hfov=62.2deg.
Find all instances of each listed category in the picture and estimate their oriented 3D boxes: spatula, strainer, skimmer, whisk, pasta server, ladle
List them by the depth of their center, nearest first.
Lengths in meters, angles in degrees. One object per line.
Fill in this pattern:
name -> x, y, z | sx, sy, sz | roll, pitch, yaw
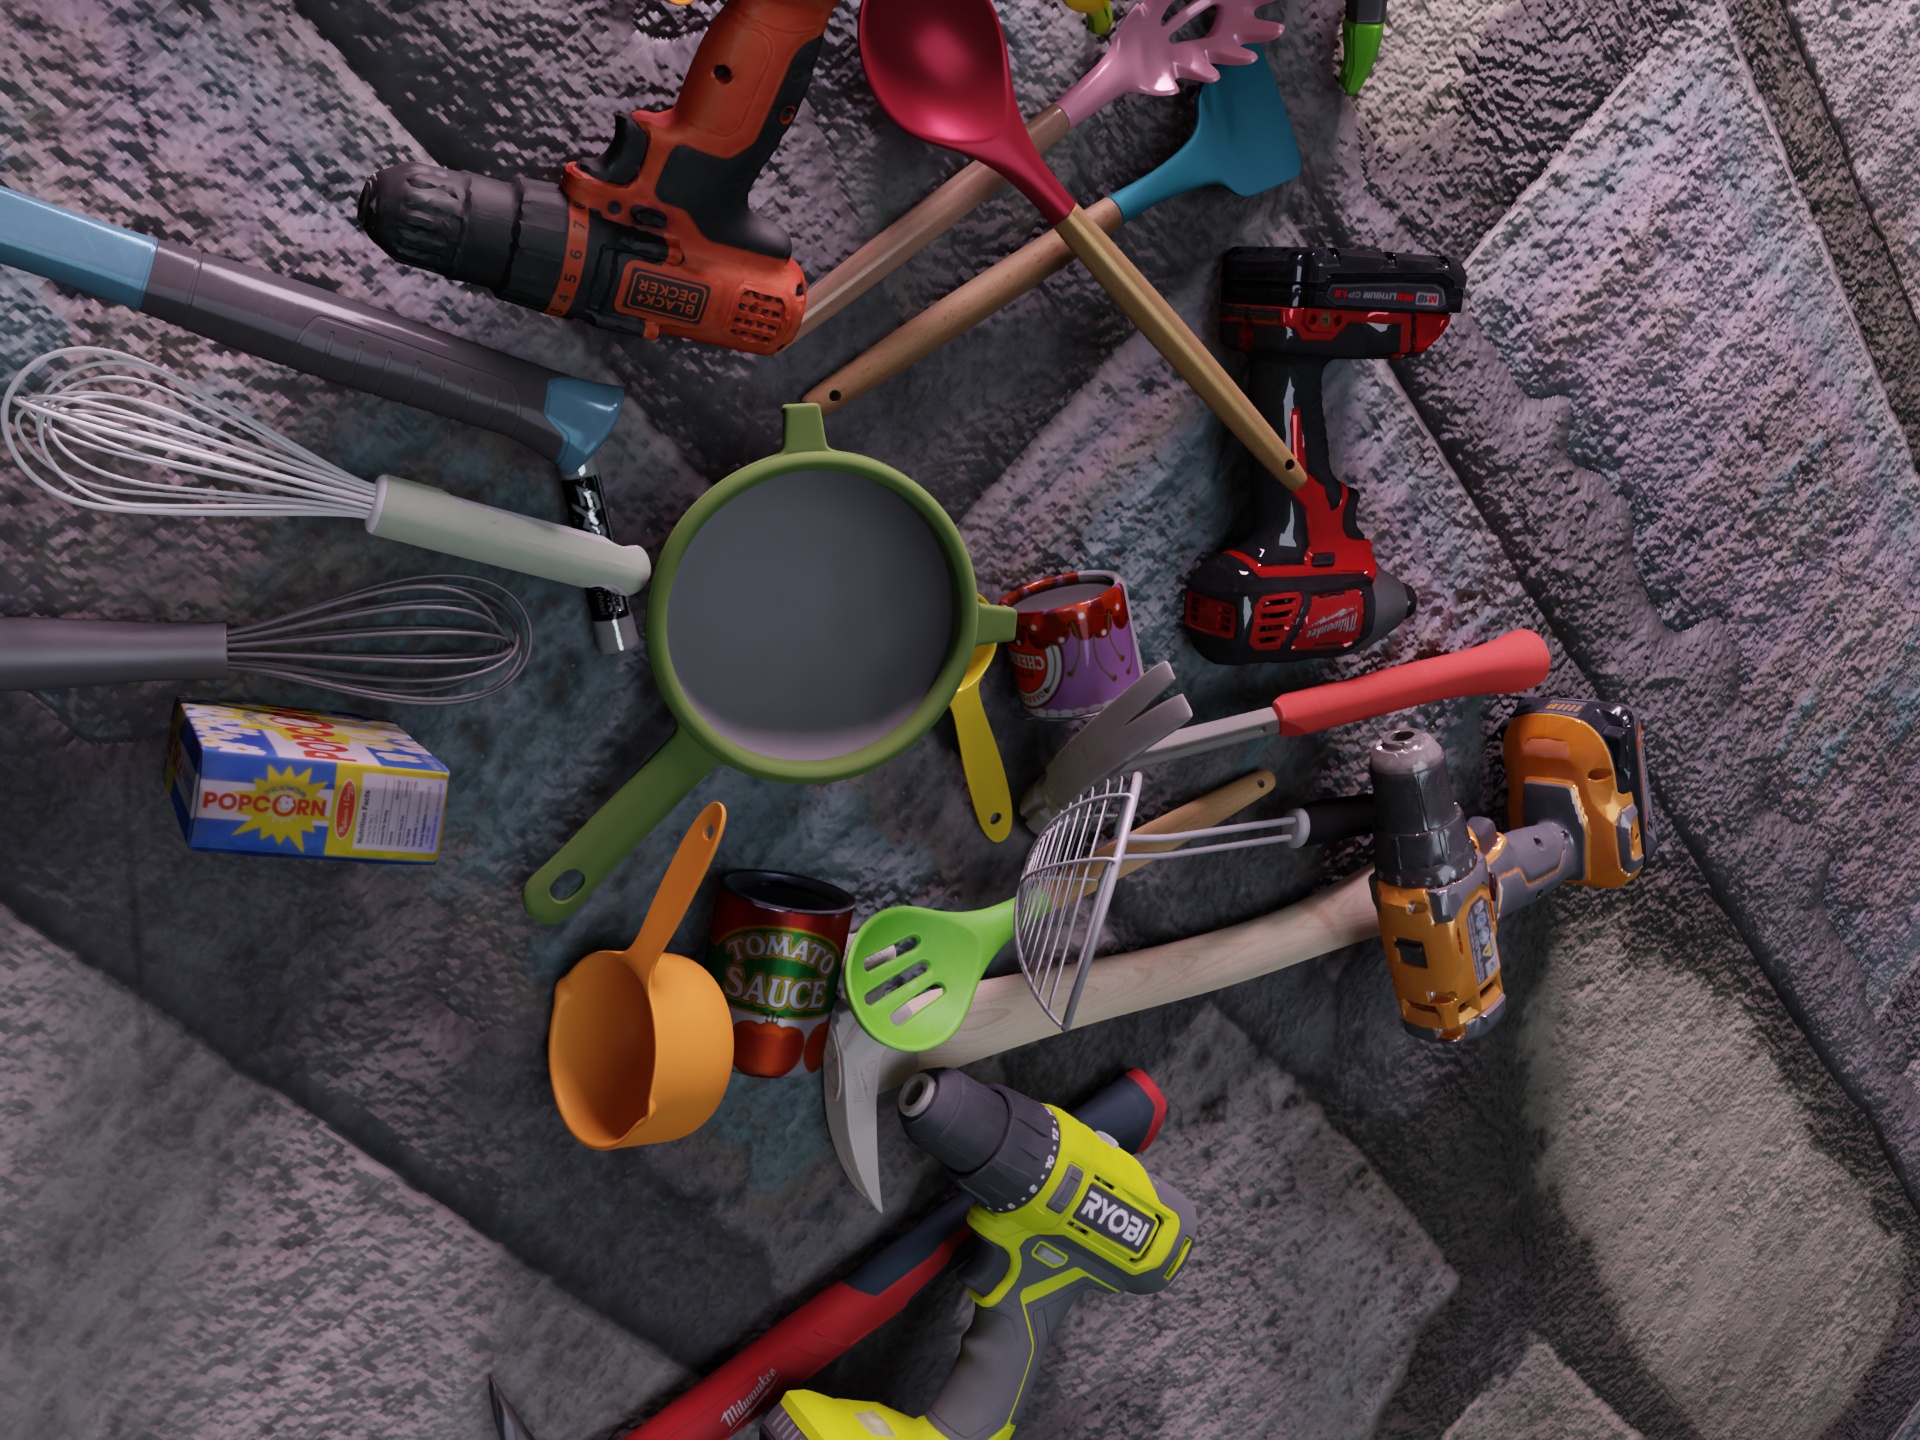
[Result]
whisk -> -0.291, -0.031, 0.626 | 0.239, 0.055, 0.055 | -3, 103, -24
whisk -> -0.239, -0.089, 0.631 | 0.246, 0.058, 0.059 | 14, 87, -30
strainer -> -0.108, -0.013, 0.726 | 0.256, 0.069, 0.151 | -46, 115, 0
ladle -> 0.066, -0.216, 0.735 | 0.315, 0.031, 0.069 | 43, 85, -25
pasta server -> 0.031, -0.270, 0.751 | 0.316, 0.040, 0.060 | -41, 118, -12
spatula -> 0.051, -0.235, 0.783 | 0.317, 0.044, 0.082 | -35, 116, -13
skimmer -> 0.161, 0.077, 0.840 | 0.363, 0.090, 0.127 | -4, 116, -41

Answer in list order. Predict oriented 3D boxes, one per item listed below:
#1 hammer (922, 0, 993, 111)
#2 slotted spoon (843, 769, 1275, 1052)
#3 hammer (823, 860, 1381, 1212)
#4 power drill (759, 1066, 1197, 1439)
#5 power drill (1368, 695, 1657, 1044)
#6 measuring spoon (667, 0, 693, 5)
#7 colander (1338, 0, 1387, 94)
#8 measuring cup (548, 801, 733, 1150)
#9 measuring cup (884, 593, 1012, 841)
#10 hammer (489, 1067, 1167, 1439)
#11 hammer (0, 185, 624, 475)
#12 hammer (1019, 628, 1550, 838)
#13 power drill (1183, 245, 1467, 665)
hammer -> -0.159, -0.365, 0.625 | 0.405, 0.035, 0.144 | 7, 98, -30
slotted spoon -> 0.062, 0.086, 0.835 | 0.314, 0.031, 0.070 | -24, 85, -35
hammer -> 0.113, 0.152, 0.903 | 0.410, 0.038, 0.146 | -10, 108, -27
power drill -> 0.000, 0.300, 0.808 | 0.190, 0.080, 0.228 | 38, 78, -29
power drill -> 0.321, 0.059, 0.945 | 0.226, 0.084, 0.185 | -30, 113, -35
measuring spoon -> -0.090, -0.339, 0.645 | 0.021, 0.011, 0.117 | 36, 80, -38
colander -> 0.170, -0.504, 0.743 | 0.094, 0.205, 0.396 | 2, 122, 4
measuring cup -> -0.125, 0.113, 0.715 | 0.052, 0.095, 0.173 | 11, 112, -46
measuring cup -> -0.001, -0.003, 0.813 | 0.062, 0.029, 0.156 | -29, 126, -19
hammer -> -0.052, 0.292, 0.842 | 0.386, 0.038, 0.143 | -32, 114, -19
hammer -> -0.281, -0.156, 0.579 | 0.330, 0.033, 0.128 | 15, 68, -32
hammer -> 0.207, -0.012, 0.877 | 0.359, 0.149, 0.037 | -12, 70, -32
power drill -> 0.199, -0.140, 0.859 | 0.143, 0.079, 0.219 | -5, 107, -27
